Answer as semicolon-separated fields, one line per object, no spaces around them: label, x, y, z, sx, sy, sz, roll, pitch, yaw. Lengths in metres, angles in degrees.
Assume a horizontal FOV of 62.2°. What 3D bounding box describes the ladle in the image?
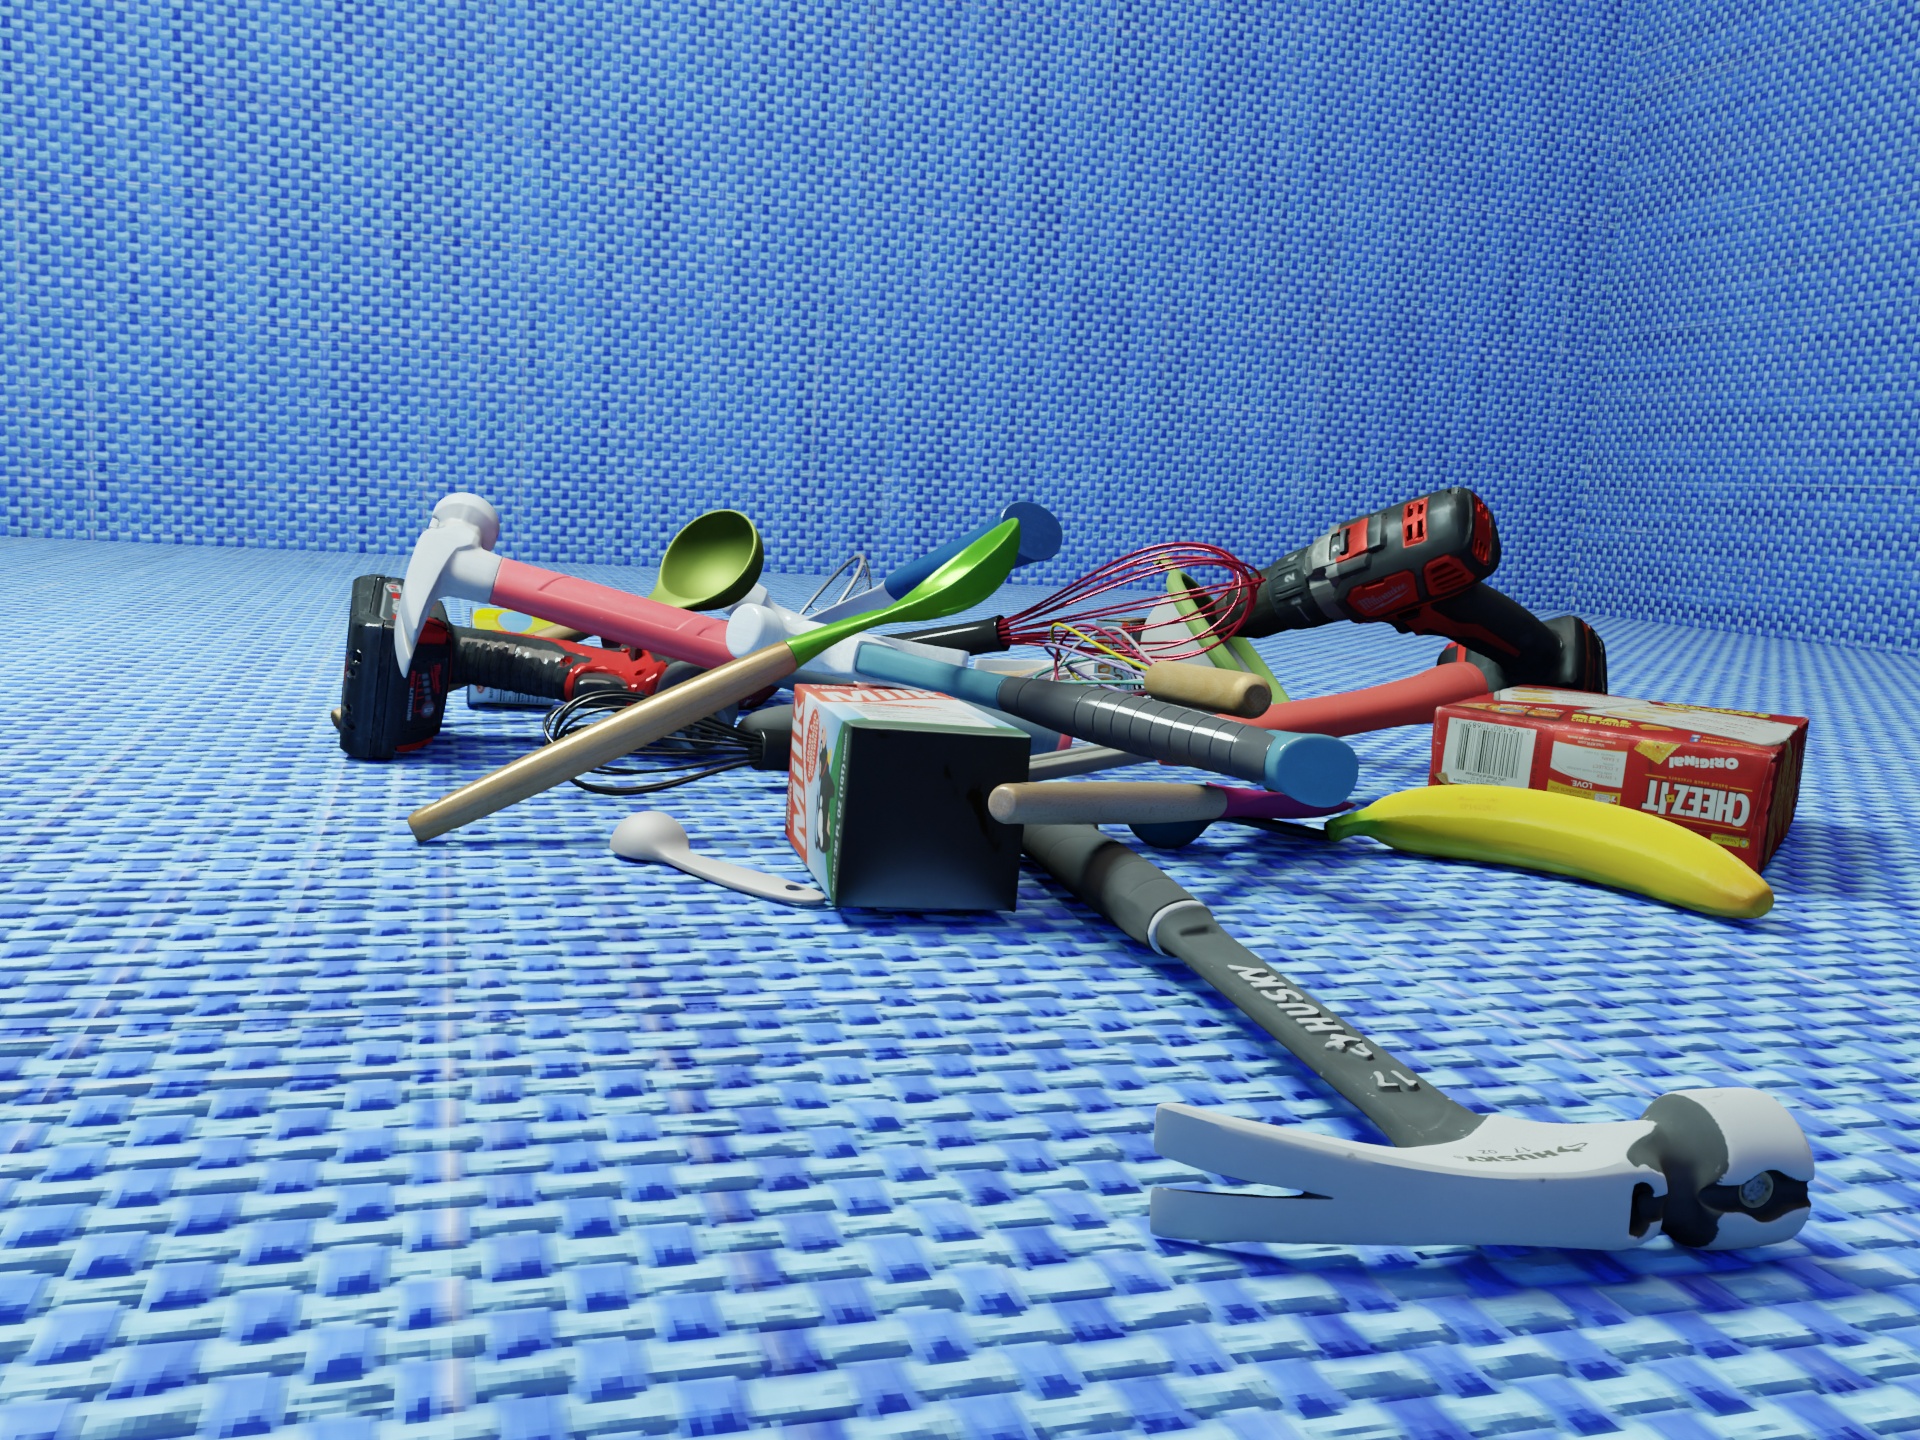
ladle;-0.259;-0.067;1.034;0.078;0.062;0.320;27;39;36

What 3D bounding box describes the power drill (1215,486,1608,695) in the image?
power drill;0.298;-0.056;1.043;0.188;0.080;0.226;-19;-40;42

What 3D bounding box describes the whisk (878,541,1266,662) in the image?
whisk;0.044;-0.057;0.982;0.296;0.073;0.073;-10;2;24

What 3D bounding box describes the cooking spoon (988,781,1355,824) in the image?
cooking spoon;0.100;0.036;0.697;0.069;0.017;0.318;7;1;33

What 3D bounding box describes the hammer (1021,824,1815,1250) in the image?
hammer;0.076;0.077;0.536;0.149;0.036;0.409;1;8;-14

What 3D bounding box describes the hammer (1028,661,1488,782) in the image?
hammer;0.148;0.010;0.873;0.359;0.036;0.149;-9;12;-23

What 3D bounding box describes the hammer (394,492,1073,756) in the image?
hammer;-0.115;-0.028;0.897;0.386;0.038;0.143;16;32;-15

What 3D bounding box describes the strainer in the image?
strainer;0.168;-0.003;1.046;0.069;0.151;0.256;-38;18;17

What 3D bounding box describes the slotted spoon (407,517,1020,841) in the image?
slotted spoon;-0.101;-0.019;0.729;0.314;0.031;0.070;-26;8;-19

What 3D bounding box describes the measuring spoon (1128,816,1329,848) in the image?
measuring spoon;0.135;0.057;0.783;0.128;0.021;0.042;10;6;-27

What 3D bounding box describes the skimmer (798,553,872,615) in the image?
skimmer;-0.212;-0.079;1.298;0.363;0.090;0.127;-9;-20;-47

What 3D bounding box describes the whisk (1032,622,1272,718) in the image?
whisk;0.094;-0.025;0.832;0.051;0.047;0.245;-6;8;-17

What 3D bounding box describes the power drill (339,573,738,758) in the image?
power drill;-0.239;-0.022;0.920;0.219;0.078;0.143;5;18;-22

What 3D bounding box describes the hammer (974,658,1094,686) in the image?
hammer;0.021;-0.025;1.165;0.130;0.031;0.331;2;5;27

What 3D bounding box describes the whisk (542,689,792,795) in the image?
whisk;-0.106;0.016;0.846;0.238;0.055;0.055;4;7;-32

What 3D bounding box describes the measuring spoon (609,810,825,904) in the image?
measuring spoon;-0.100;0.055;0.656;0.124;0.018;0.034;12;11;40

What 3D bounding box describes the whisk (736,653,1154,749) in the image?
whisk;-0.001;-0.004;0.998;0.284;0.070;0.070;-5;10;-21

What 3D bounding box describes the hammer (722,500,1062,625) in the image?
hammer;-0.041;-0.087;1.108;0.144;0.035;0.405;29;-18;-20

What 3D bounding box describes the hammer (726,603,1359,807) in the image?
hammer;0.036;-0.009;0.769;0.331;0.033;0.128;15;3;42
